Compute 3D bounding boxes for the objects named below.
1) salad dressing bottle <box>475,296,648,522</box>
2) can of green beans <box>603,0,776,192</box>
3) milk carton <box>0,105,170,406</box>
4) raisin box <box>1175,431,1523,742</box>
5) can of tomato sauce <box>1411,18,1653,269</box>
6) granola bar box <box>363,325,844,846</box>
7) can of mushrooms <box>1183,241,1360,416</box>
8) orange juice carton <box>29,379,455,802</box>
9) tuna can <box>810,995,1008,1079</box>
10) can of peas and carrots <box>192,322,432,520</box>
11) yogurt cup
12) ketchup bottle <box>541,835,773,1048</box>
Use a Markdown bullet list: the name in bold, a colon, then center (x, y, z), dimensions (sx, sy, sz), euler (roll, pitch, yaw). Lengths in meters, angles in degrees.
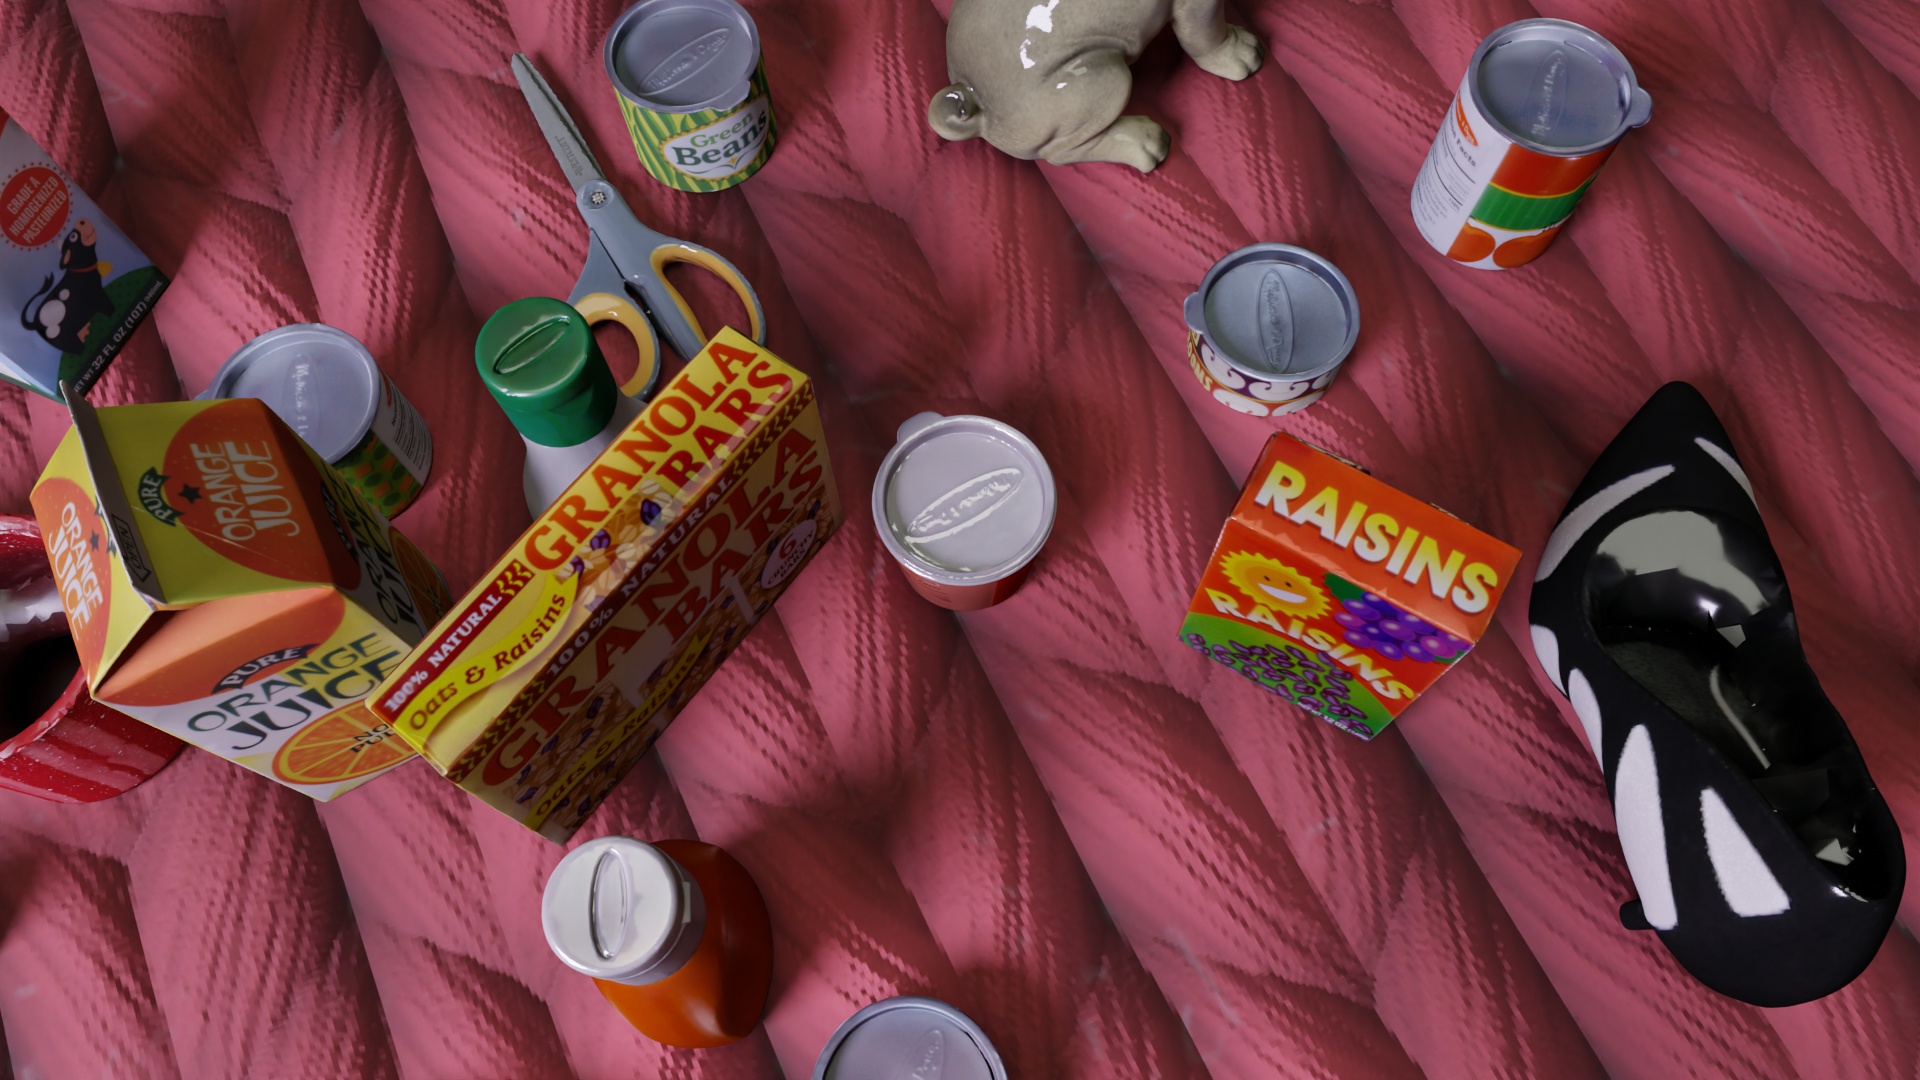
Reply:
- **salad dressing bottle**: center (-0.131, -0.033, 0.494), dimensions (0.064, 0.147, 0.044), euler (-40, 73, -14)
- **can of green beans**: center (-0.117, -0.196, 0.610), dimensions (0.071, 0.057, 0.071), euler (0, 68, 1)
- **milk carton**: center (-0.393, -0.133, 0.516), dimensions (0.073, 0.190, 0.072), euler (22, 70, 9)
- **raisin box**: center (0.128, 0.020, 0.482), dimensions (0.086, 0.123, 0.040), euler (29, 72, 12)
- **can of tomato sauce**: center (0.233, -0.162, 0.577), dimensions (0.071, 0.082, 0.071), euler (0, 68, 1)
- **granola bar box**: center (-0.113, 0.020, 0.485), dimensions (0.039, 0.123, 0.166), euler (35, 73, 14)
- **can of mushrooms**: center (0.126, -0.087, 0.575), dimensions (0.071, 0.033, 0.071), euler (0, 68, 1)
- **orange juice carton**: center (-0.224, 0.020, 0.450), dimensions (0.073, 0.192, 0.072), euler (-27, 70, -9)
- **tuna can**: center (-0.014, 0.189, 0.464), dimensions (0.071, 0.032, 0.071), euler (0, 68, 1)
- **can of peas and carrots**: center (-0.253, -0.042, 0.547), dimensions (0.071, 0.058, 0.071), euler (0, 68, 1)
- **yogurt cup**: center (0.002, -0.007, 0.532), dimensions (0.072, 0.053, 0.072), euler (0, 68, 1)
- **ketchup bottle**: center (-0.089, 0.121, 0.430), dimensions (0.043, 0.148, 0.065), euler (-5, 68, -1)
